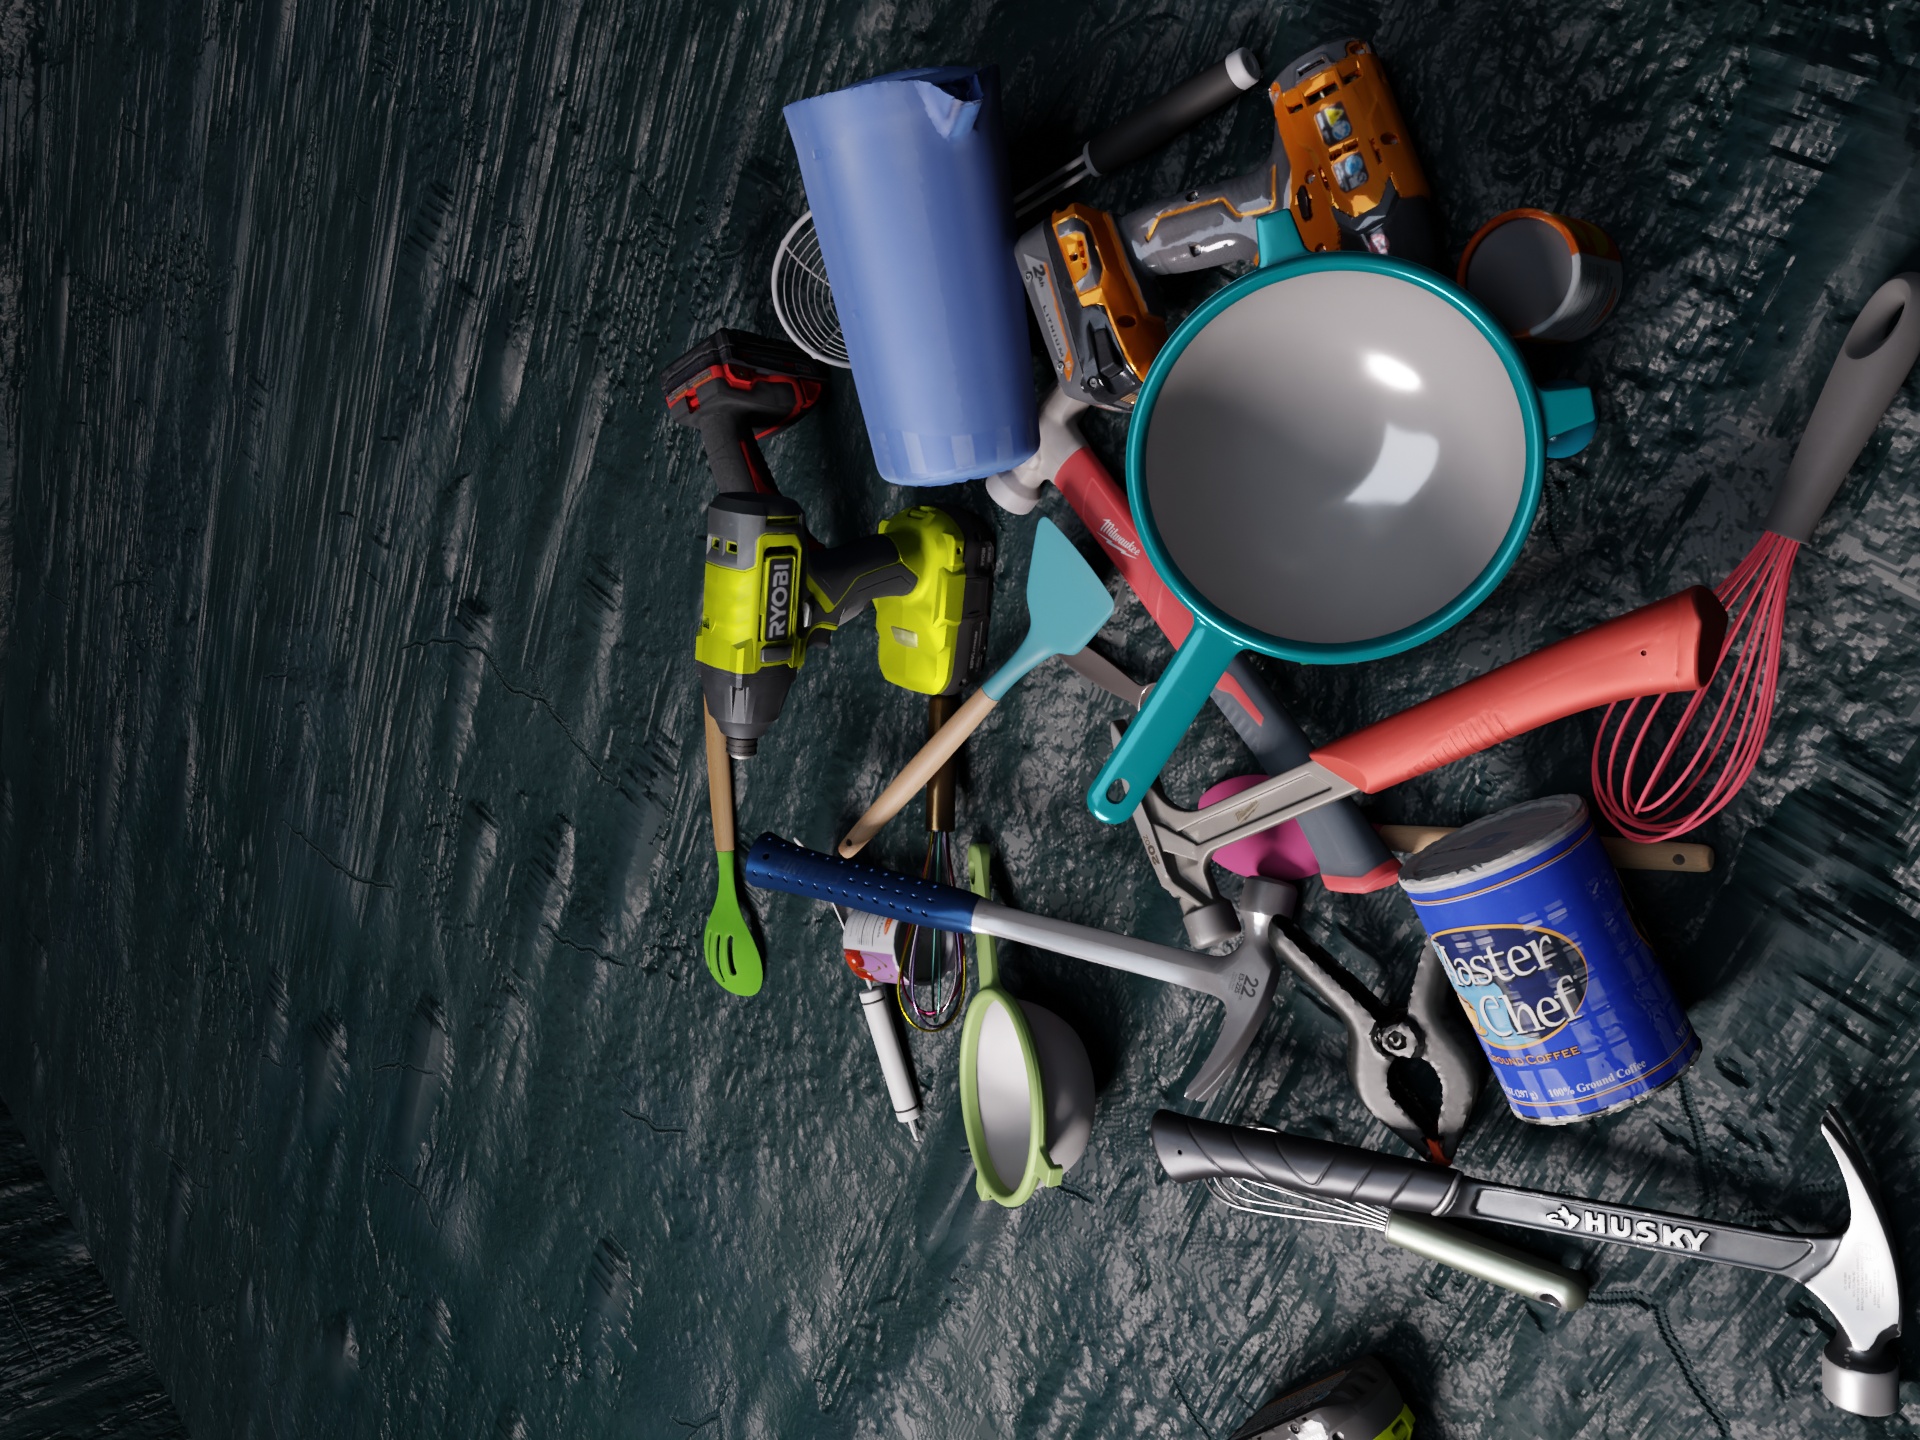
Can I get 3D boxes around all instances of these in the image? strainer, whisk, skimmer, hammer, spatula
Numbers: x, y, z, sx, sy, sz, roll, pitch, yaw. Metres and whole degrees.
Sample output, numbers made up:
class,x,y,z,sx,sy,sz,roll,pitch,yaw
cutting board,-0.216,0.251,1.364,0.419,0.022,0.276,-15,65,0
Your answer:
class,x,y,z,sx,sy,sz,roll,pitch,yaw
strainer,0.048,0.212,1.136,0.151,0.069,0.256,131,136,-63
strainer,-0.070,0.207,1.251,0.087,0.050,0.258,-171,64,-83
whisk,0.257,0.302,0.968,0.246,0.059,0.057,13,142,37
strainer,0.169,-0.091,0.878,0.211,0.095,0.340,32,111,4
skimmer,0.024,-0.340,1.034,0.363,0.090,0.127,-18,85,43
whisk,0.391,-0.072,0.771,0.073,0.073,0.295,32,112,34
hammer,0.157,-0.064,0.985,0.143,0.038,0.387,-50,61,34
hammer,0.019,0.140,1.080,0.406,0.035,0.144,10,78,31
hammer,0.233,0.006,0.863,0.359,0.036,0.149,-30,74,43
whisk,-0.019,0.102,1.154,0.047,0.051,0.245,1,82,6
hammer,0.293,0.265,0.894,0.409,0.036,0.149,1,98,34
spatula,-0.002,-0.004,1.106,0.317,0.044,0.082,-48,66,29

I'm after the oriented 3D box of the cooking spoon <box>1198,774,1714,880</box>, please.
class,x,y,z,sx,sy,sz,roll,pitch,yaw
cooking spoon,0.271,0.070,0.929,0.319,0.017,0.069,1,99,43

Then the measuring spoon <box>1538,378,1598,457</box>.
class,x,y,z,sx,sy,sz,roll,pitch,yaw
measuring spoon,0.283,-0.168,0.874,0.129,0.021,0.042,12,105,39

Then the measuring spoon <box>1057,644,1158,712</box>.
class,x,y,z,sx,sy,sz,roll,pitch,yaw
measuring spoon,0.106,-0.029,1.069,0.124,0.018,0.034,37,122,40

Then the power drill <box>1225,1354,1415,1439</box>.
class,x,y,z,sx,sy,sz,roll,pitch,yaw
power drill,0.260,0.533,0.983,0.190,0.080,0.229,-45,70,37

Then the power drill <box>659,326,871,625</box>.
class,x,y,z,sx,sy,sz,roll,pitch,yaw
power drill,-0.138,-0.171,1.188,0.078,0.143,0.220,-23,75,38

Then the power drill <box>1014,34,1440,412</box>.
class,x,y,z,sx,sy,sz,roll,pitch,yaw
power drill,0.158,-0.262,0.915,0.226,0.084,0.164,-23,81,28

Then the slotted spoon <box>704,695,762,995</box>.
class,x,y,z,sx,sy,sz,roll,pitch,yaw
slotted spoon,-0.205,0.085,1.362,0.070,0.031,0.314,2,97,42

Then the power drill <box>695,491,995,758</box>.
class,x,y,z,sx,sy,sz,roll,pitch,yaw
power drill,-0.081,-0.070,1.086,0.080,0.223,0.171,18,109,39
